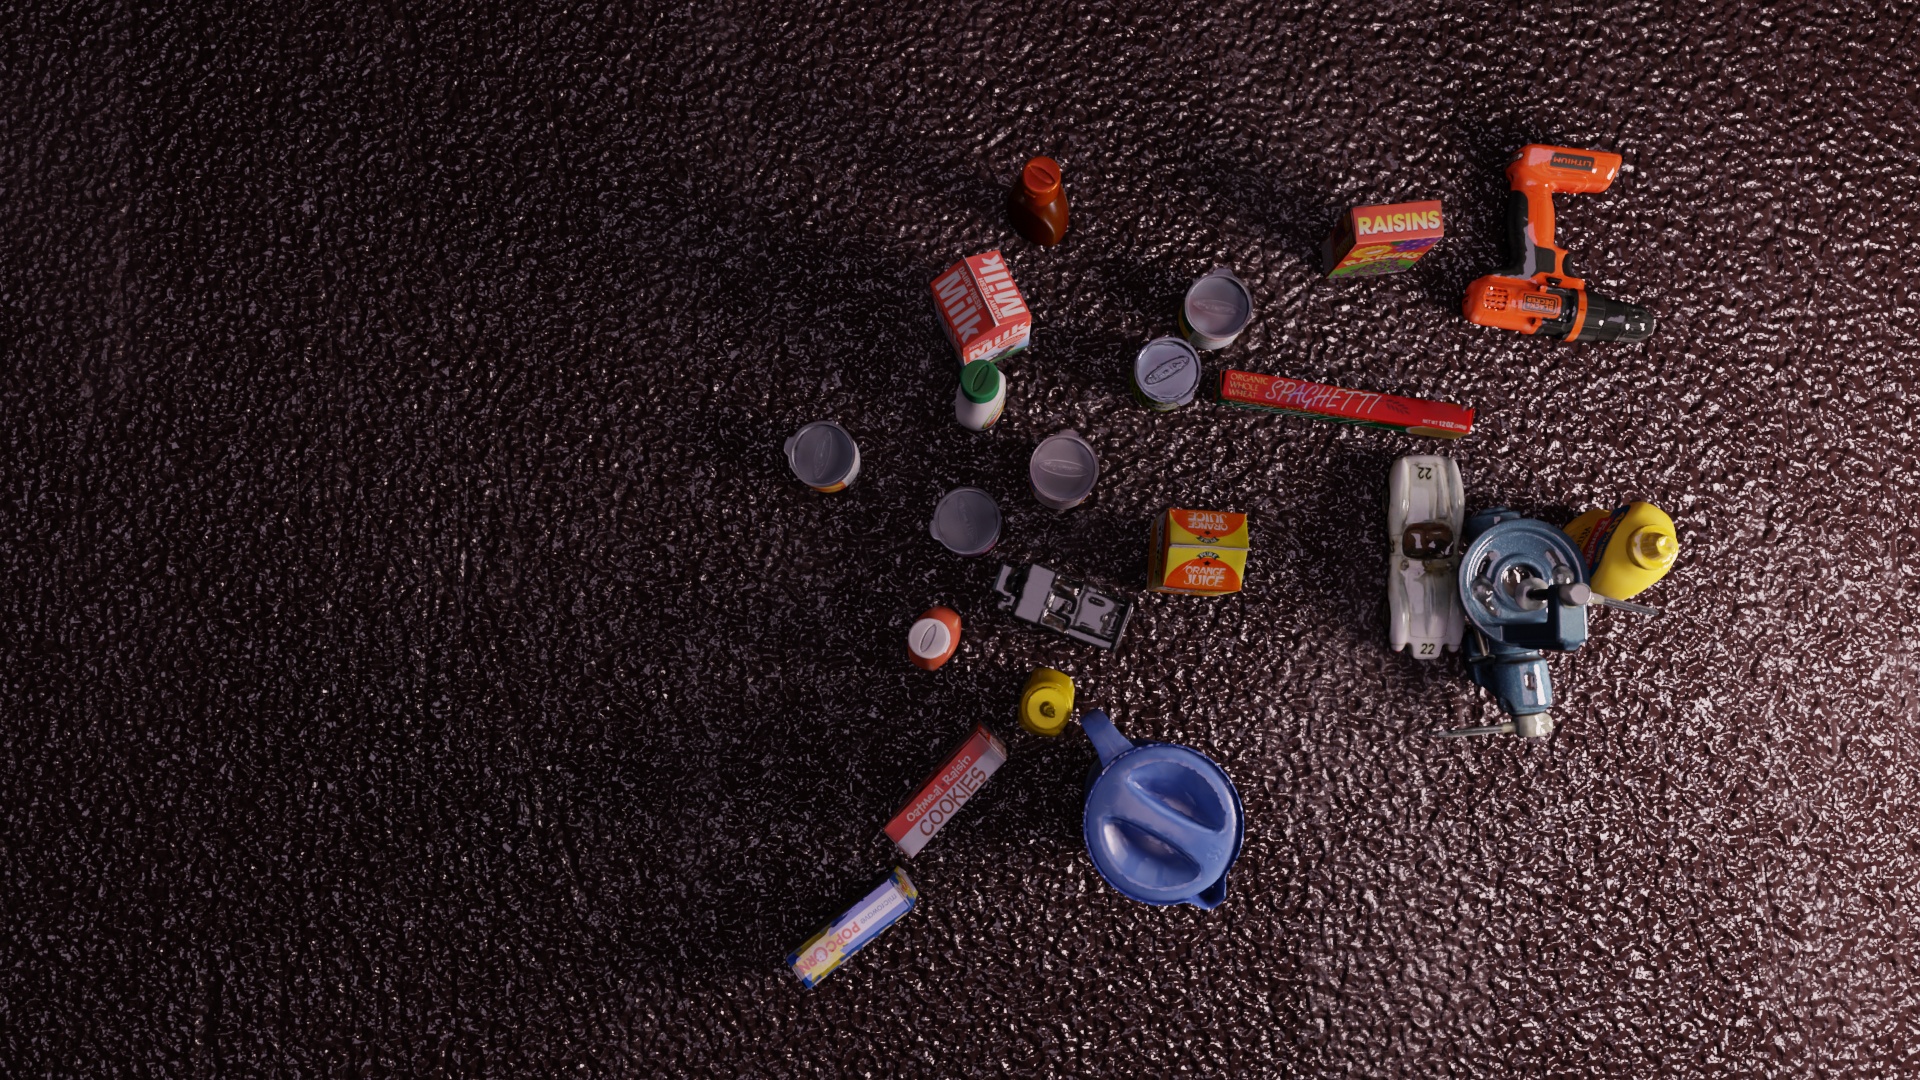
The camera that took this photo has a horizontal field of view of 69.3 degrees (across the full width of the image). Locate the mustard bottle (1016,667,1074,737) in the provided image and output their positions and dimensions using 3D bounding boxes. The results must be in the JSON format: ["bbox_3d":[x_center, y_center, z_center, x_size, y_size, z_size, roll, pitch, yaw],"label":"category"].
[{"bbox_3d":[0.081,0.154,1.311,0.049,0.160,0.065,17,87,3],"label":"mustard bottle"}]

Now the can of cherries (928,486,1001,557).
[{"bbox_3d":[0.005,-0.017,1.377,0.071,0.058,0.071,0,86,2],"label":"can of cherries"}]

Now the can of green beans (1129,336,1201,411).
[{"bbox_3d":[0.203,-0.165,1.384,0.071,0.058,0.071,0,86,2],"label":"can of green beans"}]

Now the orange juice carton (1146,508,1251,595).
[{"bbox_3d":[0.221,0.012,1.302,0.072,0.192,0.073,5,86,2],"label":"orange juice carton"}]

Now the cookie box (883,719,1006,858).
[{"bbox_3d":[-0.012,0.229,1.304,0.040,0.167,0.123,43,88,4],"label":"cookie box"}]

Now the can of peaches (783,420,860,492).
[{"bbox_3d":[-0.137,-0.084,1.387,0.071,0.058,0.071,0,86,2],"label":"can of peaches"}]

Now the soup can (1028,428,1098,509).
[{"bbox_3d":[0.101,-0.069,1.366,0.071,0.083,0.071,0,86,2],"label":"soup can"}]

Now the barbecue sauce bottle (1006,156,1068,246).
[{"bbox_3d":[0.076,-0.332,1.356,0.065,0.148,0.043,35,88,4],"label":"barbecue sauce bottle"}]

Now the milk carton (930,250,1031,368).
[{"bbox_3d":[0.020,-0.218,1.327,0.073,0.190,0.072,-26,86,0],"label":"milk carton"}]

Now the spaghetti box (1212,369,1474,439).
[{"bbox_3d":[0.377,-0.135,1.381,0.250,0.050,0.028,9,86,2],"label":"spaghetti box"}]

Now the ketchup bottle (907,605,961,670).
[{"bbox_3d":[-0.026,0.093,1.324,0.043,0.148,0.065,25,87,3],"label":"ketchup bottle"}]

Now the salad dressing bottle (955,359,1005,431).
[{"bbox_3d":[0.019,-0.143,1.342,0.044,0.147,0.064,27,87,3],"label":"salad dressing bottle"}]

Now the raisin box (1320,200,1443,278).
[{"bbox_3d":[0.410,-0.294,1.356,0.086,0.123,0.040,-5,86,1],"label":"raisin box"}]

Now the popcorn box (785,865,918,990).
[{"bbox_3d":[-0.102,0.370,1.336,0.127,0.085,0.038,-38,86,-1],"label":"popcorn box"}]

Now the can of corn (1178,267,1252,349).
[{"bbox_3d":[0.254,-0.231,1.388,0.071,0.058,0.071,0,86,2],"label":"can of corn"}]
